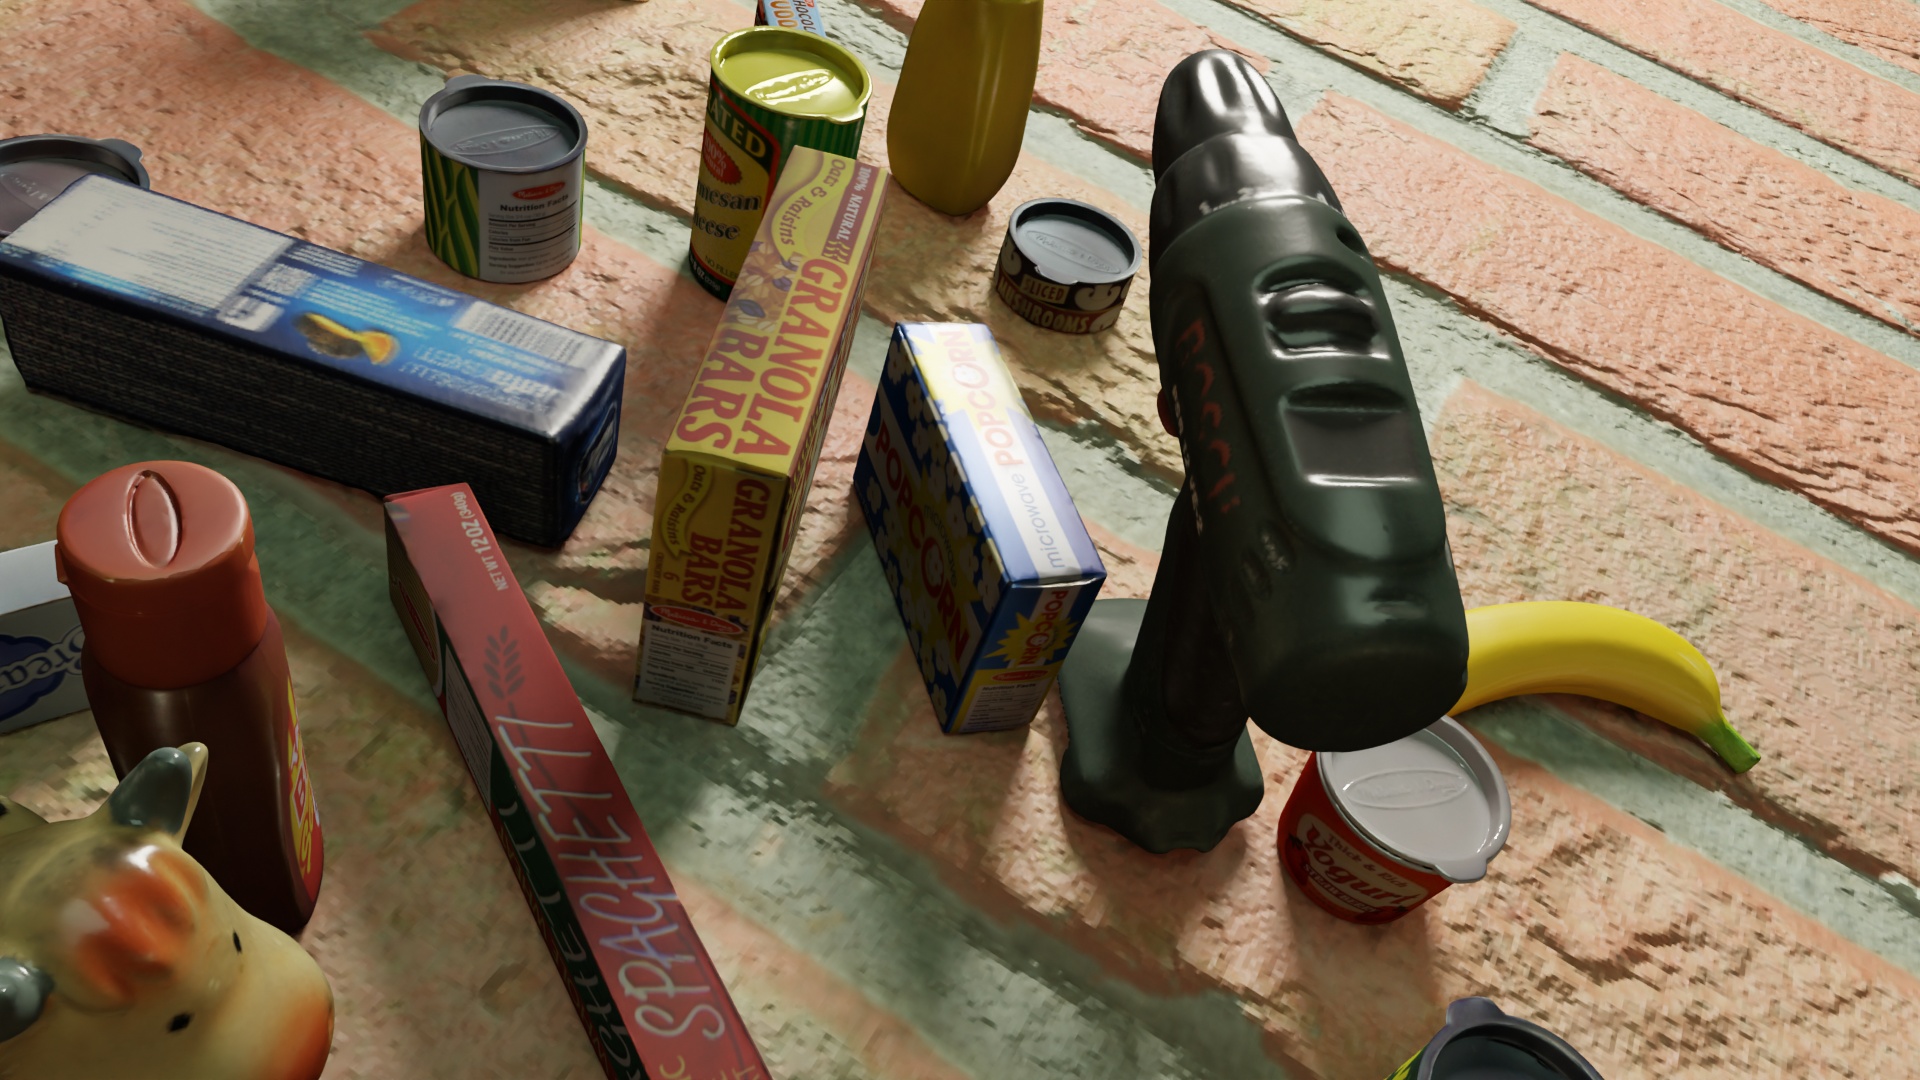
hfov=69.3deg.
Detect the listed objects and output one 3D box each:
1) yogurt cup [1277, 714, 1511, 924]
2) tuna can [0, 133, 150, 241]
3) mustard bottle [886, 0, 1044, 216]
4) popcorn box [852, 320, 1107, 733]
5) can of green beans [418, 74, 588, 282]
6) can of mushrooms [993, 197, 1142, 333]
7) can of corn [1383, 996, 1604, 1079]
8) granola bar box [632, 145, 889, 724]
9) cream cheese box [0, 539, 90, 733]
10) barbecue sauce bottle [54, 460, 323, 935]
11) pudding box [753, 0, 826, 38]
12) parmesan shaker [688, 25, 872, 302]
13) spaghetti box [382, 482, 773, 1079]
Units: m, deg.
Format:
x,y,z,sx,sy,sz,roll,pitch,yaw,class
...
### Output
x,y,z,sx,sy,sz,roll,pitch,yaw,class
0.144,0.095,0.476,0.072,0.053,0.073,9,47,-10,yogurt cup
-0.342,-0.124,0.530,0.071,0.032,0.071,9,47,-10,tuna can
0.008,-0.234,0.659,0.065,0.159,0.049,39,49,17,mustard bottle
0.002,-0.006,0.500,0.038,0.084,0.127,-5,51,-22,popcorn box
-0.193,-0.151,0.588,0.071,0.057,0.071,9,47,-10,can of green beans
0.050,-0.131,0.666,0.071,0.033,0.071,9,47,-10,can of mushrooms
0.147,0.177,0.398,0.071,0.058,0.071,9,47,-10,can of corn
-0.067,-0.039,0.480,0.039,0.123,0.166,15,46,-5,granola bar box
-0.288,0.035,0.387,0.104,0.053,0.024,-19,57,-31,cream cheese box
-0.189,0.044,0.346,0.044,0.147,0.065,-11,53,-26,barbecue sauce bottle
-0.087,-0.244,0.713,0.030,0.049,0.084,0,49,-18,pudding box
-0.078,-0.156,0.598,0.071,0.102,0.072,9,47,-10,parmesan shaker
-0.112,0.087,0.400,0.029,0.049,0.251,-18,56,-31,spaghetti box
